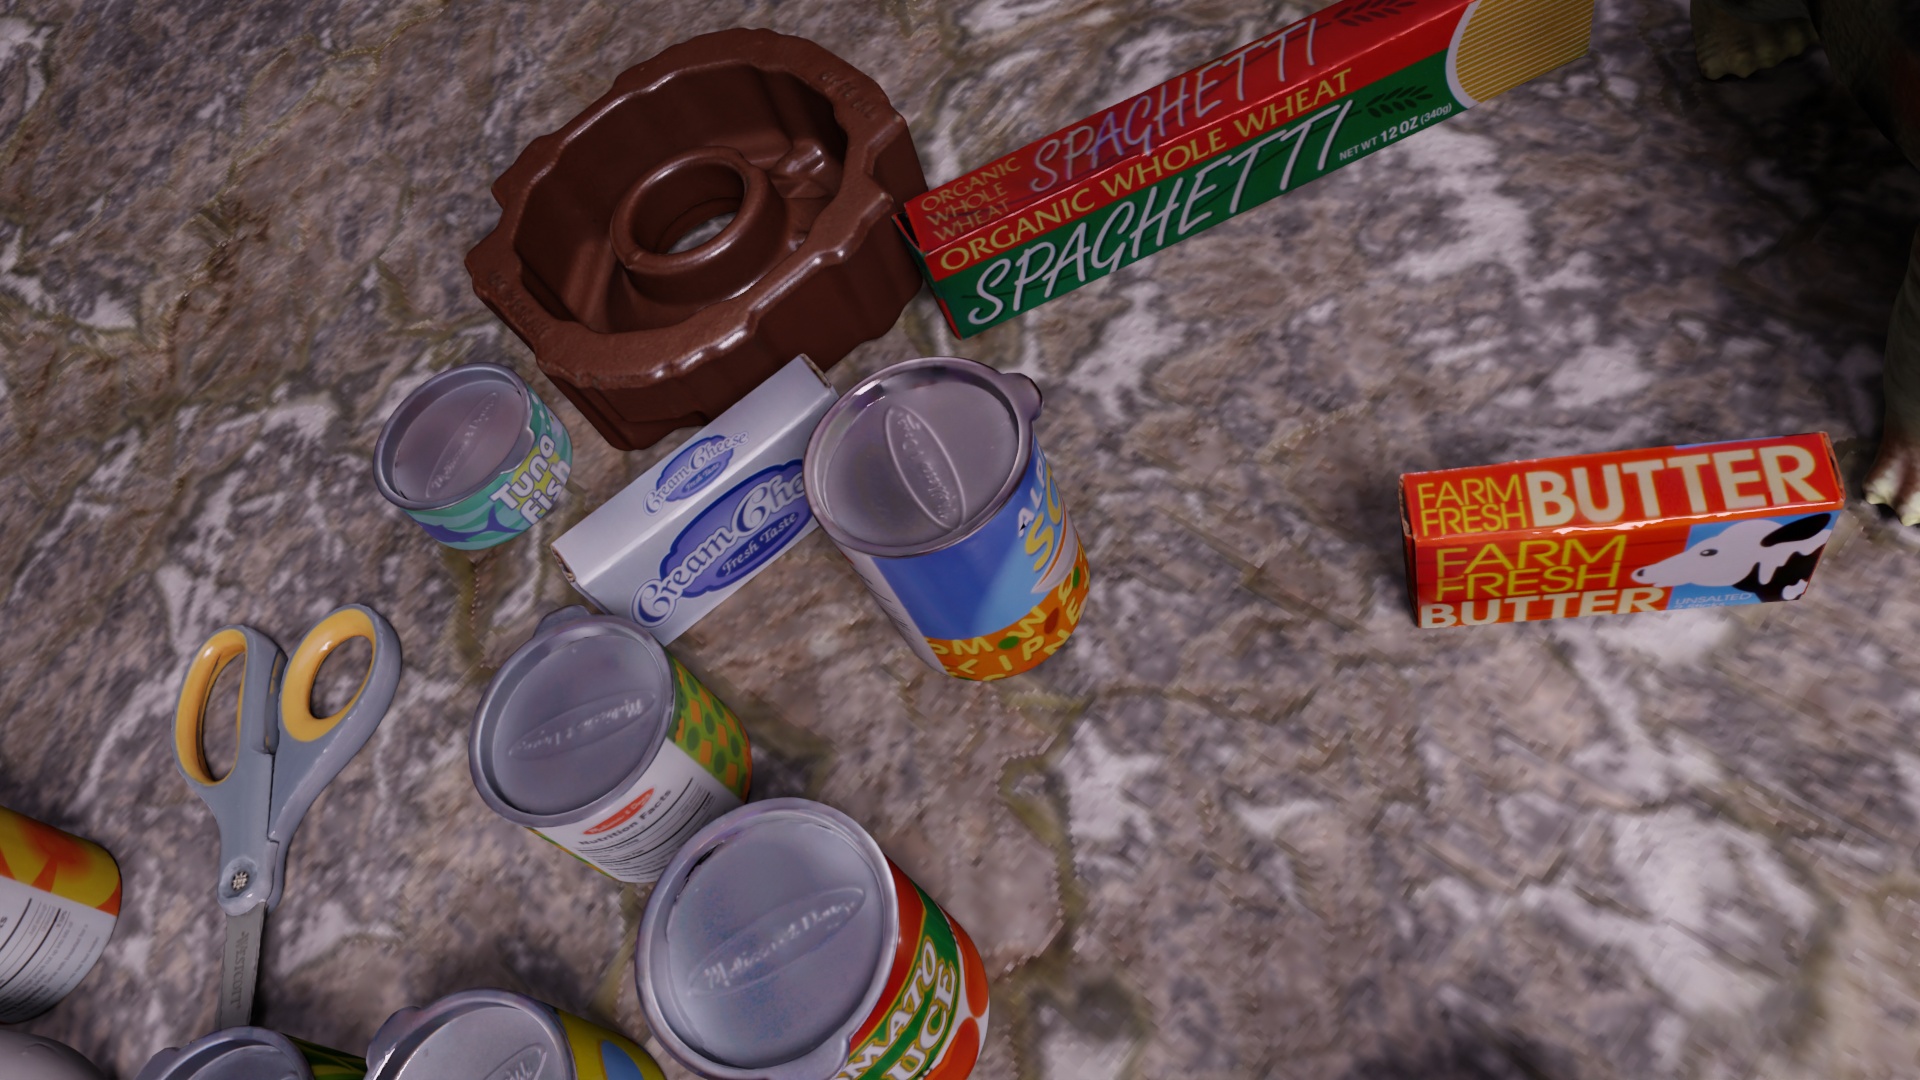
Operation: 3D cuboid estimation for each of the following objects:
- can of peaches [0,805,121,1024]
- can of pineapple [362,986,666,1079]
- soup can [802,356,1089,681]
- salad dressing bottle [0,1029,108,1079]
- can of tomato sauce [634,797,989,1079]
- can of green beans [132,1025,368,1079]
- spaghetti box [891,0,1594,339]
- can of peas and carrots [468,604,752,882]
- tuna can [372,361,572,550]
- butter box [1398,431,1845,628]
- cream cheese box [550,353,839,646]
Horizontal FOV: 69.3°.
[{"bbox_3d":[-0.332,0.122,0.467,0.071,0.058,0.071,-9,58,14],"label":"can of peaches"},{"bbox_3d":[-0.119,0.158,0.372,0.071,0.057,0.071,-9,58,14],"label":"can of pineapple"},{"bbox_3d":[0.001,-0.005,0.415,0.071,0.083,0.071,-9,58,14],"label":"soup can"},{"bbox_3d":[-0.303,0.159,0.380,0.064,0.147,0.044,-44,56,-9],"label":"salad dressing bottle"},{"bbox_3d":[-0.033,0.113,0.355,0.071,0.082,0.071,-9,58,14],"label":"can of tomato sauce"},{"bbox_3d":[-0.189,0.175,0.386,0.071,0.057,0.071,-9,58,14],"label":"can of green beans"},{"bbox_3d":[0.100,-0.144,0.486,0.250,0.050,0.029,-24,55,3],"label":"spaghetti box"},{"bbox_3d":[-0.106,0.063,0.425,0.071,0.058,0.071,-9,58,14],"label":"can of peas and carrots"},{"bbox_3d":[-0.181,-0.031,0.524,0.071,0.032,0.071,-9,58,14],"label":"tuna can"},{"bbox_3d":[0.173,-0.001,0.373,0.103,0.053,0.024,-5,59,16],"label":"butter box"},{"bbox_3d":[-0.078,-0.011,0.464,0.104,0.053,0.024,-38,56,-6],"label":"cream cheese box"}]
